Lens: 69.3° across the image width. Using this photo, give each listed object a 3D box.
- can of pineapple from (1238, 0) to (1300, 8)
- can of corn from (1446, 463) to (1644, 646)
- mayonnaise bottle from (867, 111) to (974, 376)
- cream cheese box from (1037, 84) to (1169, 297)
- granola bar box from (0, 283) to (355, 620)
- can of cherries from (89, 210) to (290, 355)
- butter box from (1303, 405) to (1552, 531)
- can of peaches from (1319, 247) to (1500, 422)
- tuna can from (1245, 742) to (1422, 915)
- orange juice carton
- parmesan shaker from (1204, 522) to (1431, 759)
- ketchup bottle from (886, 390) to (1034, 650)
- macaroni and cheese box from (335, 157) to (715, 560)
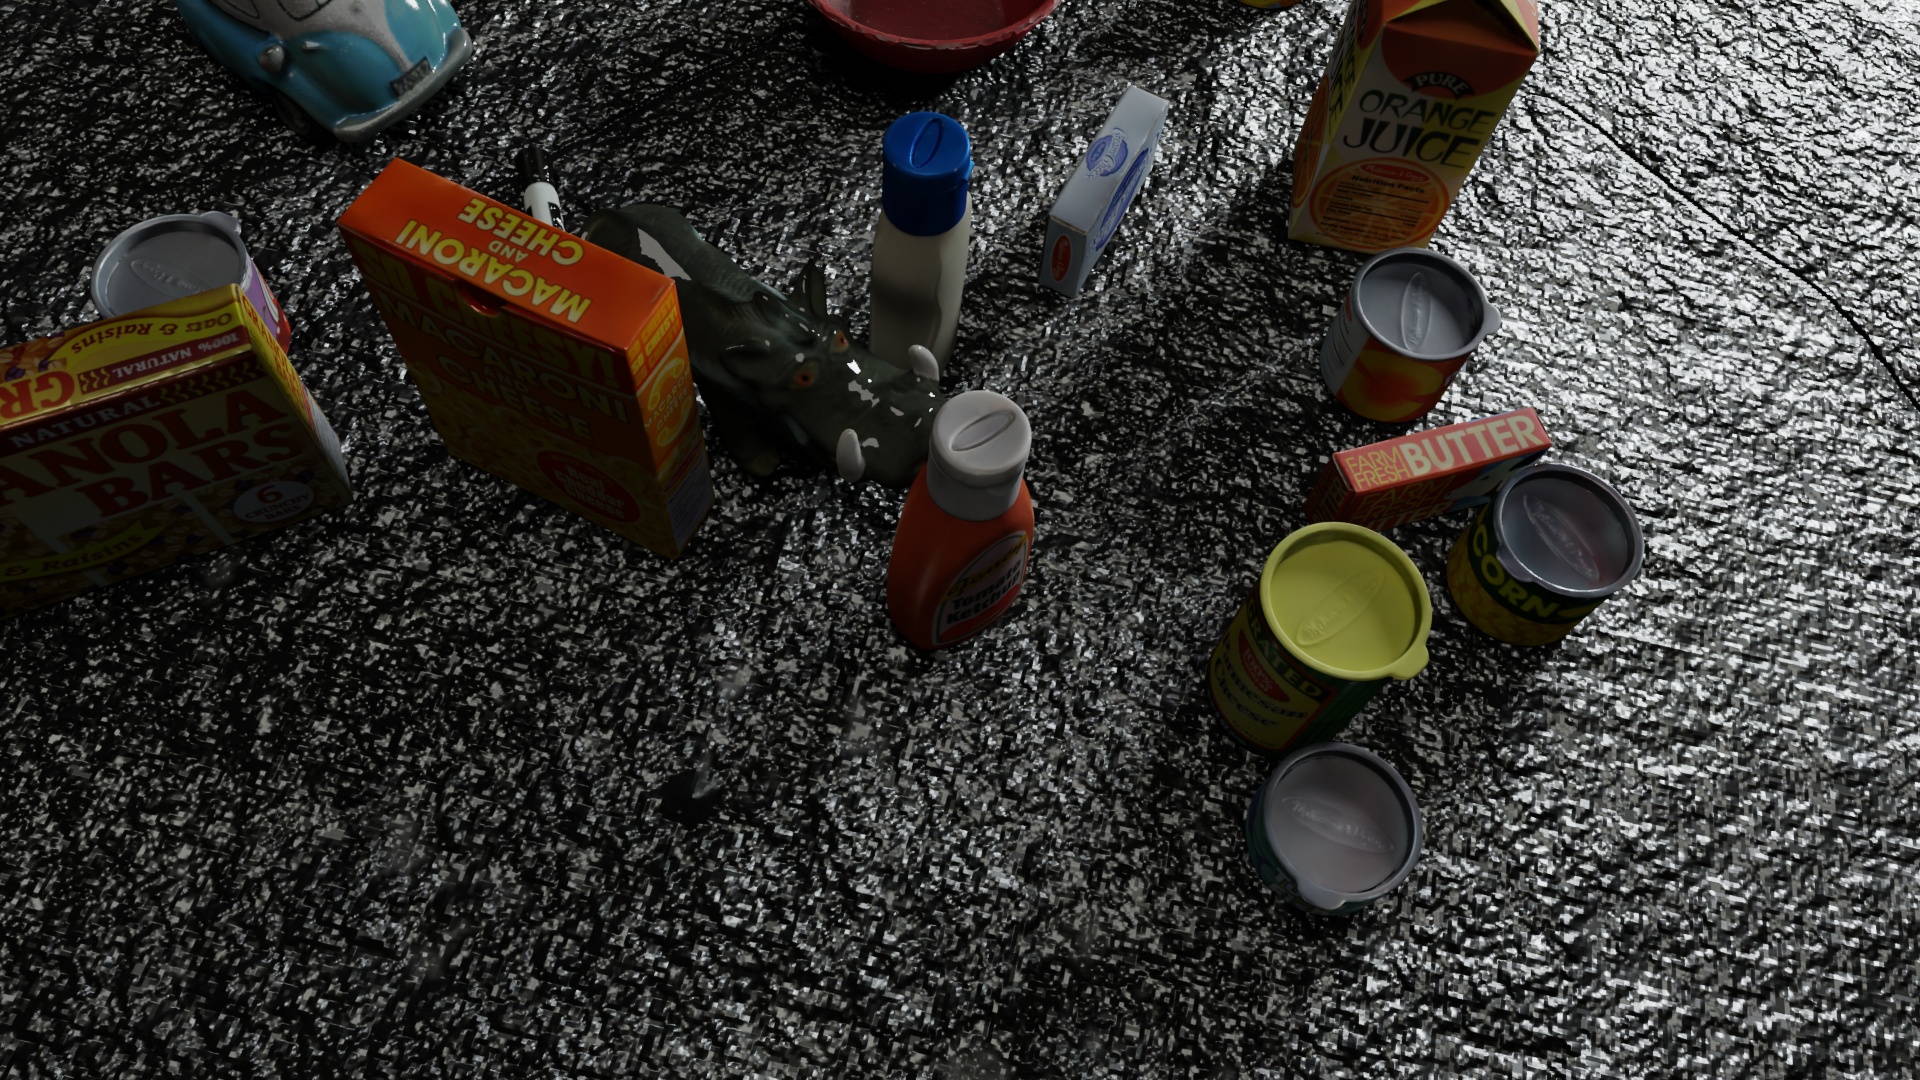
[{"bbox_3d":[0.182,-0.353,0.809,0.071,0.057,0.071,2,63,-3],"label":"can of pineapple"},{"bbox_3d":[0.260,0.009,0.628,0.071,0.058,0.071,2,63,-3],"label":"can of corn"},{"bbox_3d":[-0.019,-0.128,0.627,0.041,0.147,0.065,18,63,5],"label":"mayonnaise bottle"},{"bbox_3d":[0.073,-0.180,0.713,0.024,0.053,0.104,26,64,9],"label":"cream cheese box"},{"bbox_3d":[-0.351,-0.030,0.564,0.166,0.123,0.039,-21,67,-14],"label":"granola bar box"},{"bbox_3d":[-0.350,-0.108,0.640,0.071,0.058,0.072,2,63,-3],"label":"can of cherries"},{"bbox_3d":[0.216,-0.030,0.648,0.104,0.053,0.024,-13,65,-11],"label":"butter box"},{"bbox_3d":[0.218,-0.099,0.680,0.071,0.057,0.071,2,63,-3],"label":"can of peaches"},{"bbox_3d":[0.153,0.122,0.576,0.071,0.032,0.071,2,63,-3],"label":"tuna can"},{"bbox_3d":[0.221,-0.226,0.671,0.073,0.191,0.072,10,63,1],"label":"orange juice carton"},{"bbox_3d":[0.145,0.047,0.574,0.071,0.102,0.071,2,63,-3],"label":"parmesan shaker"},{"bbox_3d":[0.002,-0.007,0.565,0.065,0.148,0.043,-32,70,-18],"label":"ketchup bottle"},{"bbox_3d":[-0.170,-0.066,0.572,0.124,0.165,0.040,24,64,8],"label":"macaroni and cheese box"}]
